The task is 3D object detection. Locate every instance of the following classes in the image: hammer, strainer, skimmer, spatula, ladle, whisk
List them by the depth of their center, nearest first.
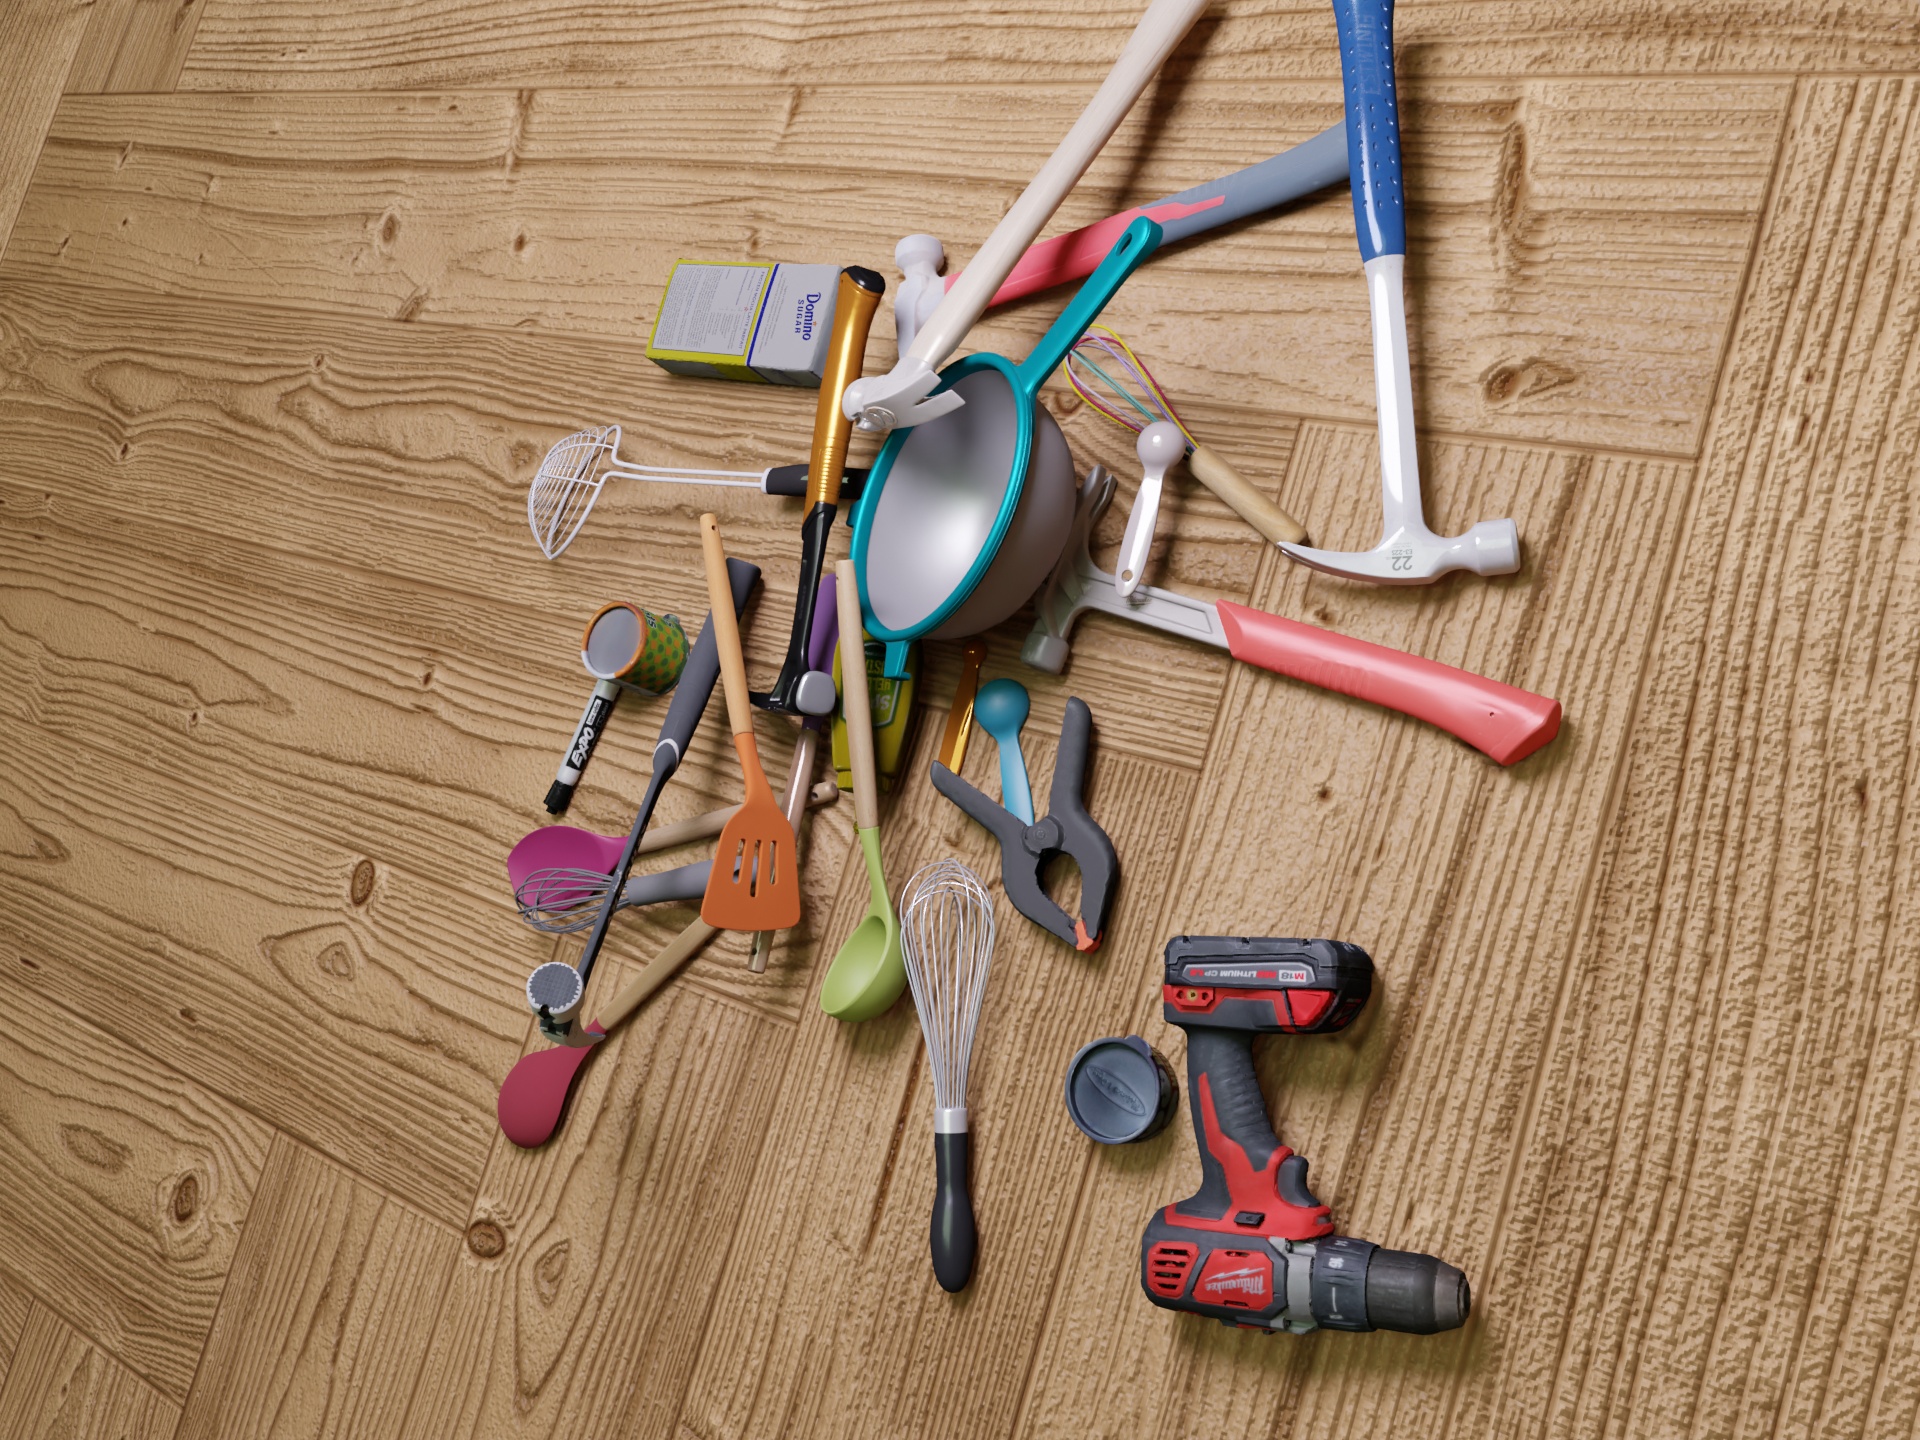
[{"bbox_3d":[0.267,-0.284,1.022,0.144,0.035,0.406,-5,80,20],"label":"hammer"},{"bbox_3d":[0.209,-0.058,1.029,0.359,0.036,0.149,20,88,33],"label":"hammer"},{"bbox_3d":[-0.007,0.235,1.067,0.070,0.070,0.285,-6,79,29],"label":"whisk"},{"bbox_3d":[0.051,-0.184,1.082,0.340,0.095,0.211,-49,37,29],"label":"strainer"},{"bbox_3d":[0.150,-0.197,1.097,0.047,0.051,0.245,-45,63,6],"label":"whisk"},{"bbox_3d":[-0.077,0.049,1.103,0.078,0.062,0.320,180,85,-66],"label":"ladle"},{"bbox_3d":[0.065,-0.372,1.115,0.411,0.038,0.146,-56,24,-11],"label":"hammer"},{"bbox_3d":[0.125,-0.338,1.150,0.386,0.038,0.143,-12,72,27],"label":"hammer"},{"bbox_3d":[-0.167,-0.007,1.161,0.041,0.081,0.323,-35,58,43],"label":"spatula"},{"bbox_3d":[-0.221,0.048,1.170,0.036,0.149,0.409,16,61,1],"label":"hammer"},{"bbox_3d":[-0.115,0.032,1.183,0.060,0.018,0.316,1,70,31],"label":"spatula"},{"bbox_3d":[-0.104,-0.170,1.183,0.127,0.034,0.337,5,84,62],"label":"hammer"},{"bbox_3d":[-0.249,0.129,1.225,0.239,0.055,0.055,-11,72,26],"label":"whisk"},{"bbox_3d":[-0.257,0.218,1.230,0.315,0.031,0.069,-44,59,11],"label":"ladle"},{"bbox_3d":[-0.200,-0.182,1.299,0.363,0.090,0.127,6,65,20],"label":"skimmer"}]

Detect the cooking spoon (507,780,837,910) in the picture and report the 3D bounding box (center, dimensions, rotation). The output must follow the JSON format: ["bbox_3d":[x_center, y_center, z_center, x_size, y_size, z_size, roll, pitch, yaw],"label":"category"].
[{"bbox_3d":[-0.233,0.092,1.251,0.319,0.017,0.069,-16,90,25],"label":"cooking spoon"}]

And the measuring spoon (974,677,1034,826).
[{"bbox_3d":[0.032,0.029,1.114,0.042,0.021,0.129,-18,68,25],"label":"measuring spoon"}]

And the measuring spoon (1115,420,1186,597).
[{"bbox_3d":[0.122,-0.143,1.069,0.034,0.018,0.124,12,86,27],"label":"measuring spoon"}]

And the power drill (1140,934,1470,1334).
[{"bbox_3d":[0.200,0.243,0.932,0.188,0.080,0.227,-3,79,29],"label":"power drill"}]

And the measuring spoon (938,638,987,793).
[{"bbox_3d":[-0.002,-0.004,1.149,0.021,0.011,0.117,8,81,31],"label":"measuring spoon"}]
